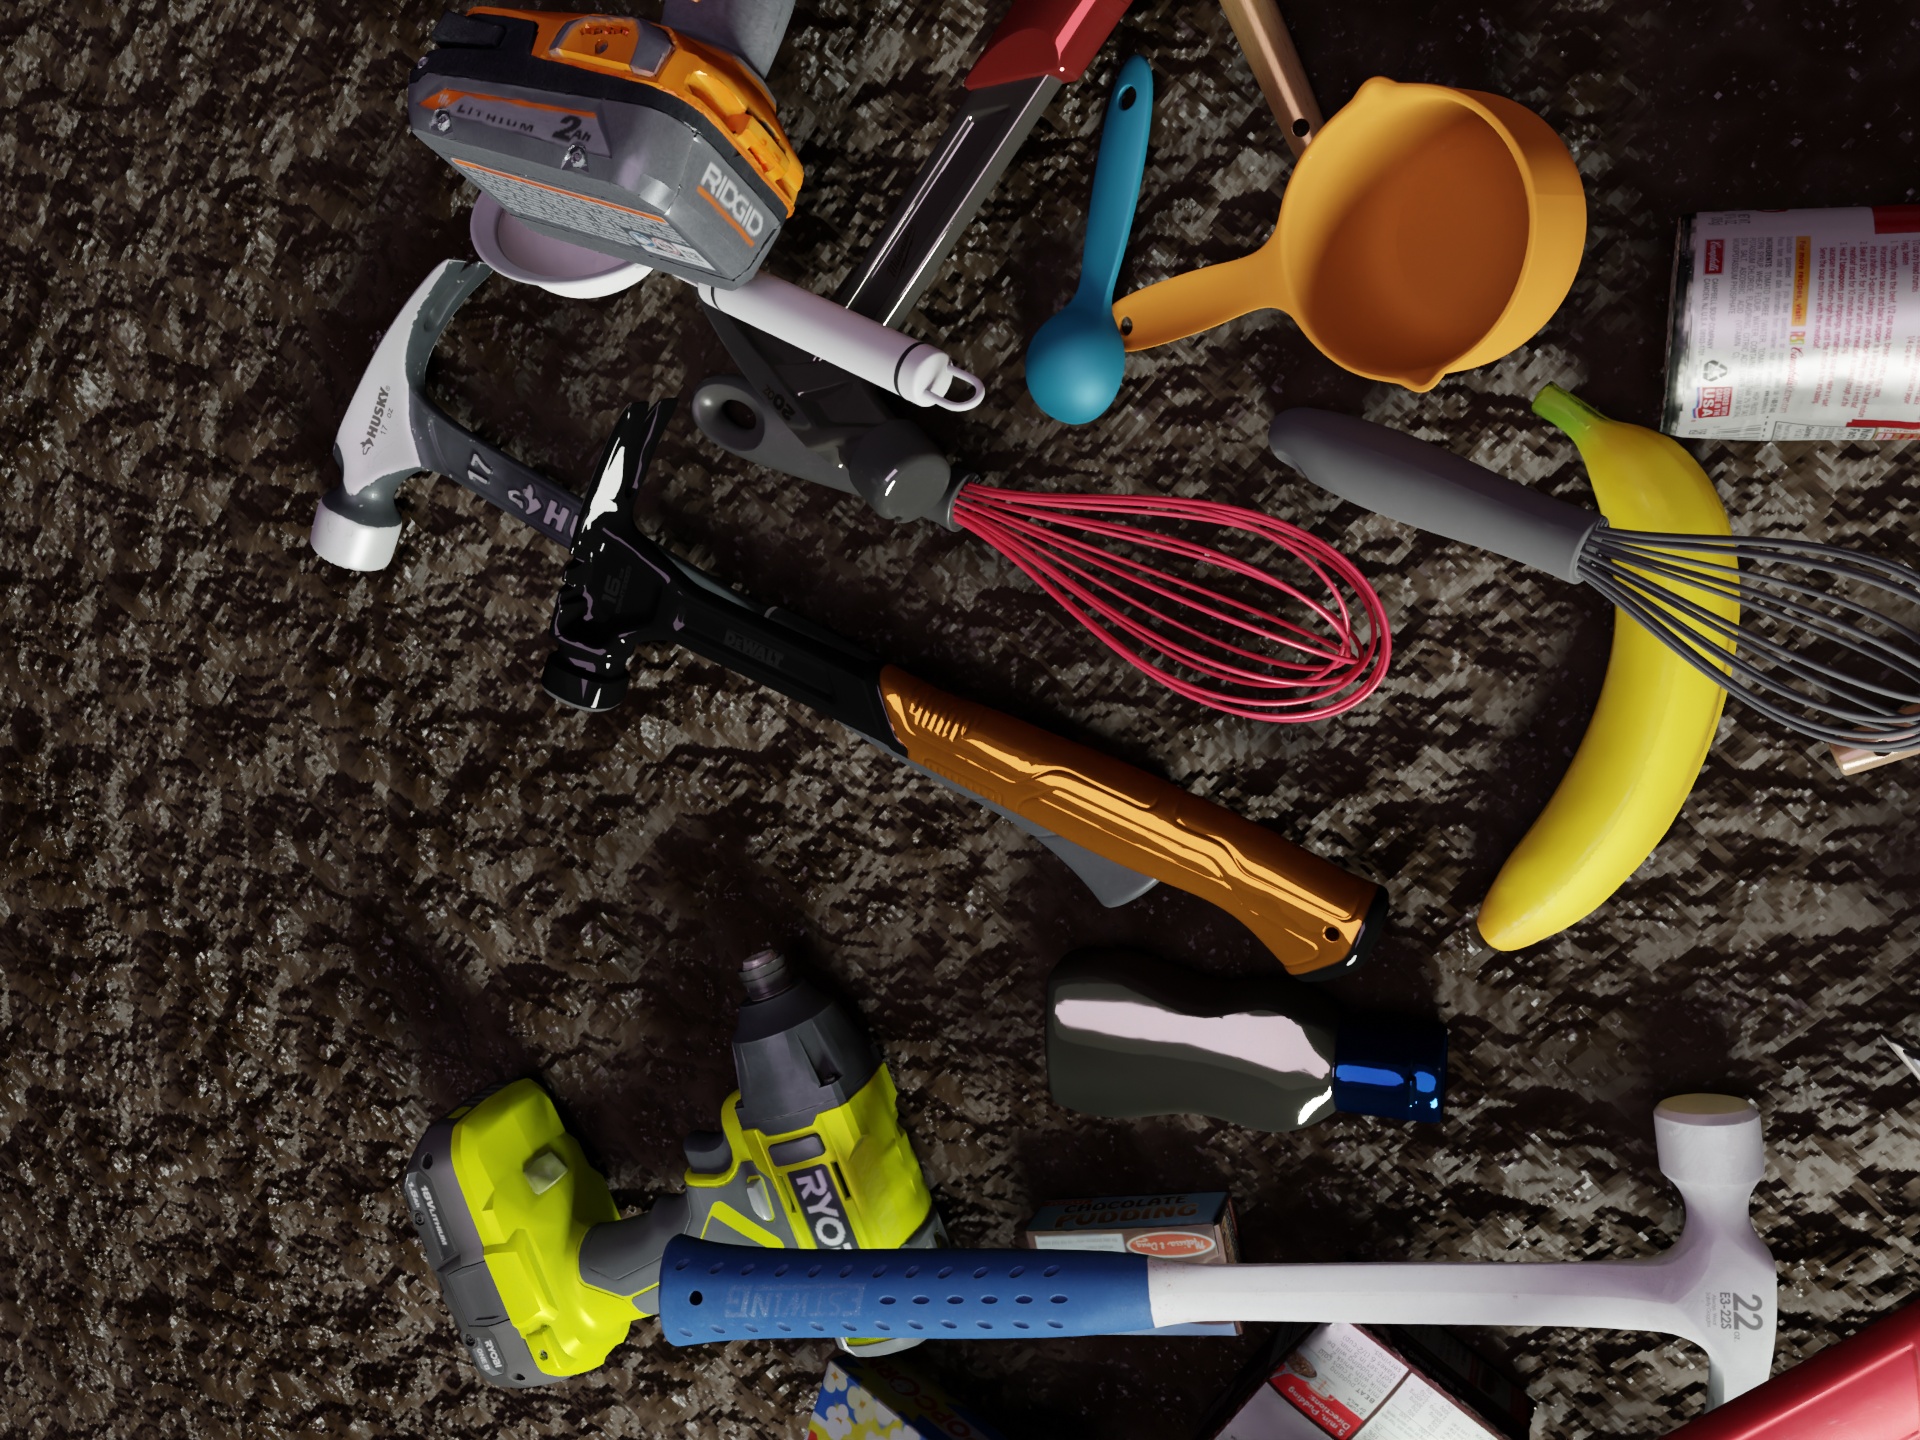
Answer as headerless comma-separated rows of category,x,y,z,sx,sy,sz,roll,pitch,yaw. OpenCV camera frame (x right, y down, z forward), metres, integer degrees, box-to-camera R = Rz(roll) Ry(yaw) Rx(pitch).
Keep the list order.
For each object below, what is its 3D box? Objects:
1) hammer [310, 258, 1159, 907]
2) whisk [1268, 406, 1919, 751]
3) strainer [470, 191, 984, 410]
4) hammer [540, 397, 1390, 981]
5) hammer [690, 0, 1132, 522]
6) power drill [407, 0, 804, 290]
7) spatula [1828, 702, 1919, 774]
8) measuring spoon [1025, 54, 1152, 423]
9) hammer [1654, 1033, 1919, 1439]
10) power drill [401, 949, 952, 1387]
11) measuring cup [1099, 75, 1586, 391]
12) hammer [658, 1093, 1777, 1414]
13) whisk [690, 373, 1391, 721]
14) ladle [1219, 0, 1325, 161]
hammer,-0.089,-0.045,0.649,0.409,0.036,0.149,30,111,13
whisk,0.191,-0.053,0.490,0.239,0.055,0.055,31,114,36
strainer,-0.090,-0.156,0.568,0.259,0.087,0.050,31,154,31
hammer,-0.001,-0.002,0.587,0.337,0.034,0.127,25,111,14
hammer,0.036,-0.245,0.516,0.359,0.036,0.149,-52,59,25
power drill,-0.093,-0.275,0.536,0.164,0.084,0.226,23,86,25
spatula,0.411,-0.052,0.448,0.316,0.018,0.060,-26,93,24
measuring spoon,0.045,-0.170,0.563,0.042,0.021,0.128,24,109,43
hammer,0.194,0.262,0.525,0.386,0.038,0.143,-37,83,13
power drill,-0.127,0.203,0.704,0.223,0.080,0.171,-19,95,22
measuring cup,0.123,-0.151,0.533,0.174,0.052,0.095,-5,100,49
hammer,0.082,0.218,0.590,0.405,0.035,0.144,-5,89,13
whisk,0.017,-0.073,0.588,0.296,0.073,0.073,25,111,22
ladle,0.054,-0.328,0.526,0.069,0.031,0.315,-24,95,26
